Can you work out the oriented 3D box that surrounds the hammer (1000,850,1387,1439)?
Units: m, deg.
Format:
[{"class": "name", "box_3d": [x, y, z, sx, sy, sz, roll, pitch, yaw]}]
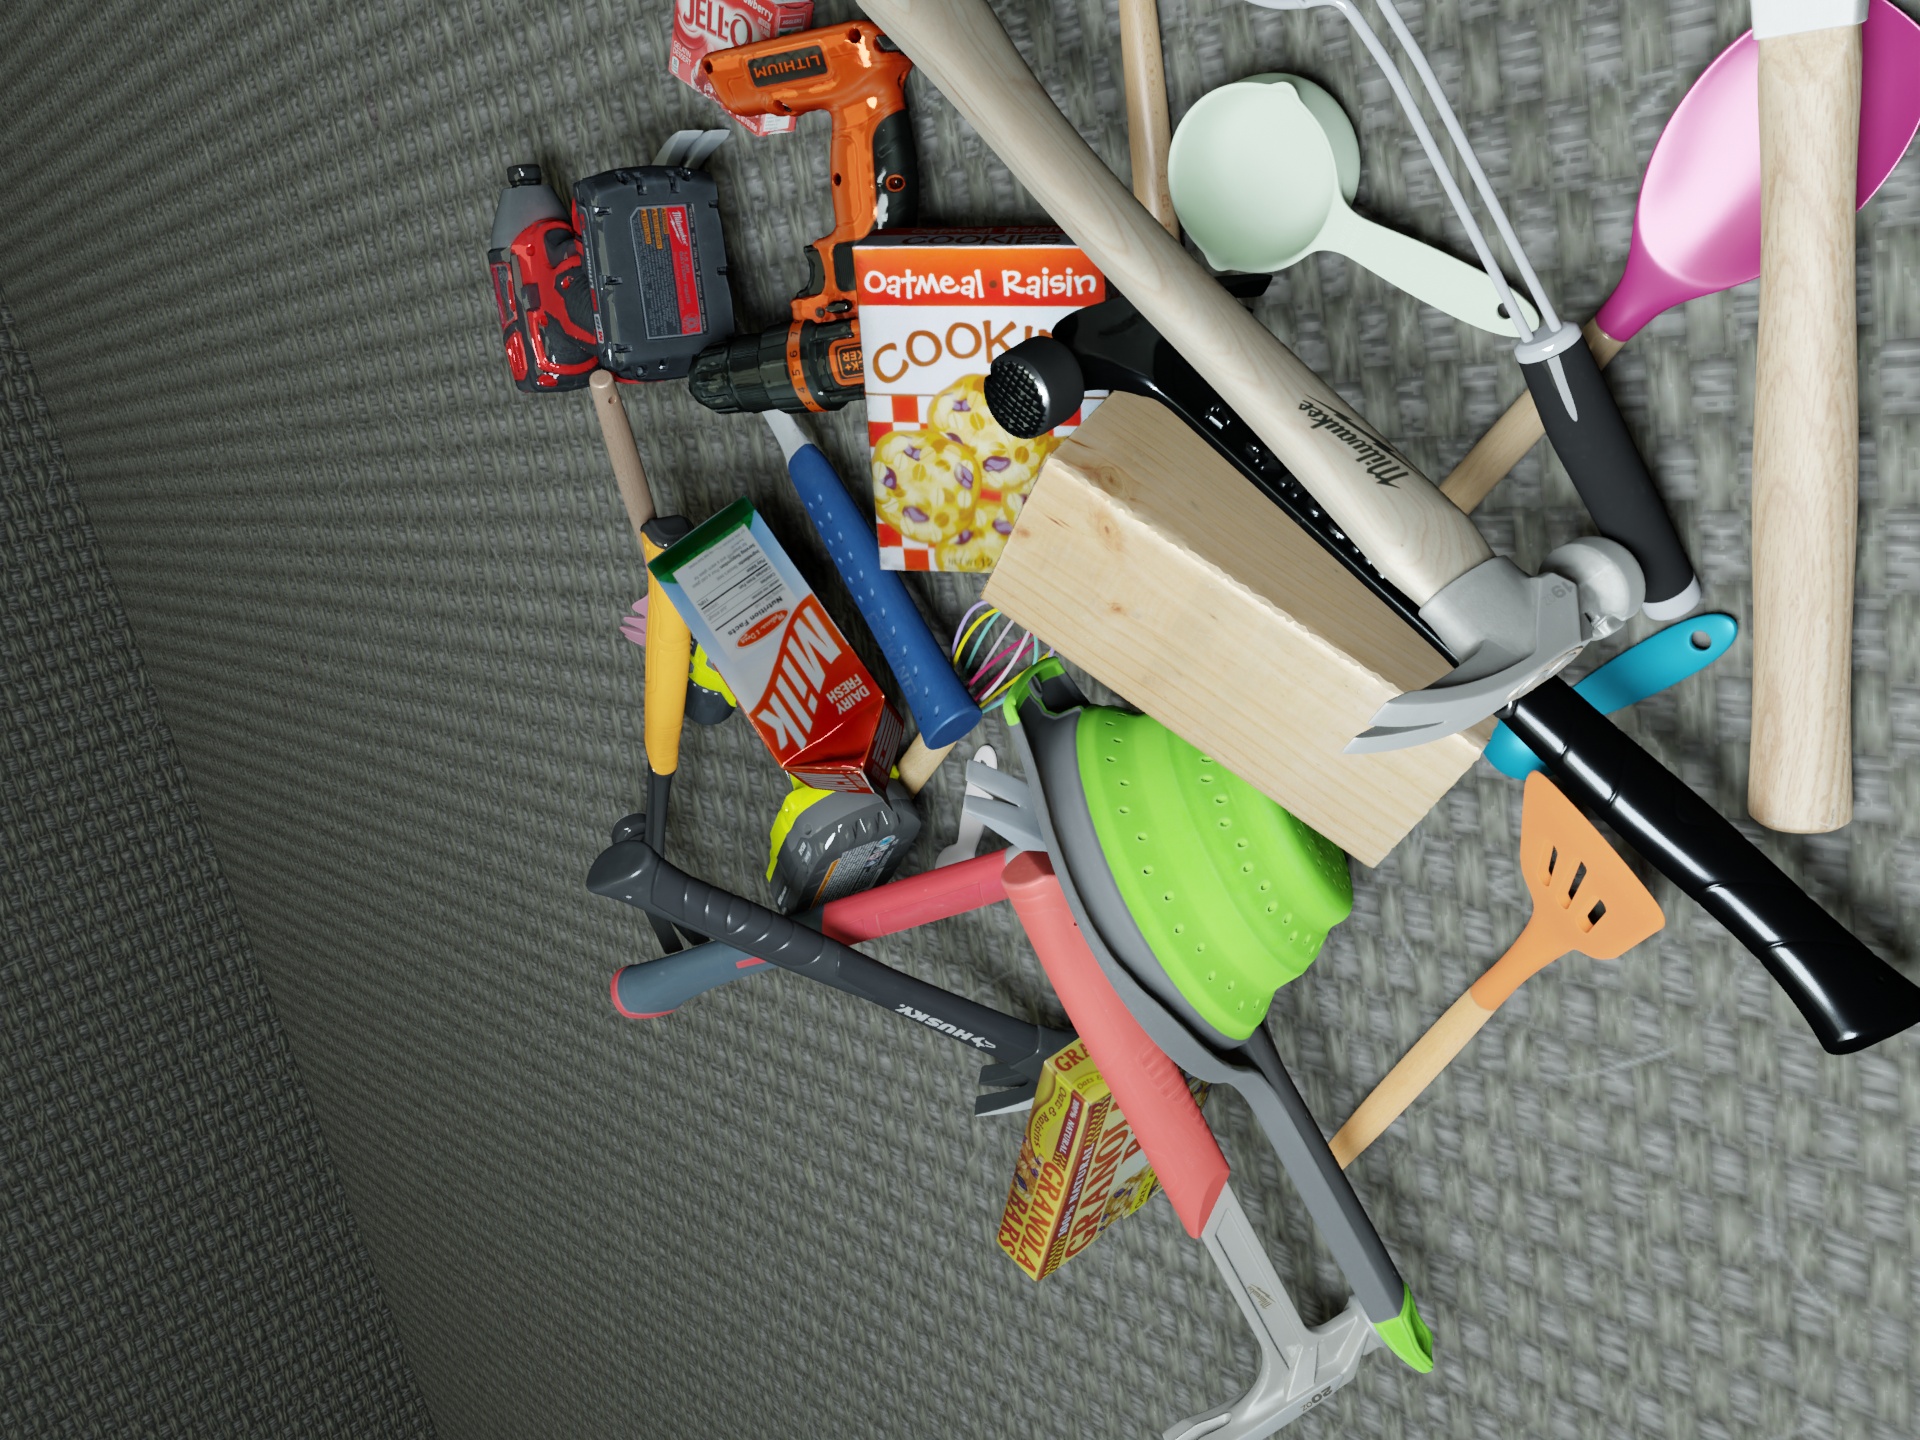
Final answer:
[{"class": "hammer", "box_3d": [0.103, 0.221, 0.807, 0.358, 0.149, 0.037, 62, 175, -20]}]

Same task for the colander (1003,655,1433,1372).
[{"class": "colander", "box_3d": [0.162, 0.130, 0.763, 0.094, 0.204, 0.397, -28, 95, 20]}]

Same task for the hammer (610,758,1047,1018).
[{"class": "hammer", "box_3d": [-0.089, 0.119, 0.964, 0.386, 0.038, 0.143, -21, 138, 34]}]

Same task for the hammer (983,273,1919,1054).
[{"class": "hammer", "box_3d": [0.197, -0.030, 0.613, 0.409, 0.149, 0.036, 45, 144, 13]}]

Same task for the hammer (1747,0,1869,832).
[{"class": "hammer", "box_3d": [0.288, -0.111, 0.536, 0.130, 0.031, 0.331, 7, 120, 39]}]

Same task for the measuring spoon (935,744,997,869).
[{"class": "measuring spoon", "box_3d": [0.003, 0.065, 0.998, 0.034, 0.018, 0.124, 39, 136, 29]}]

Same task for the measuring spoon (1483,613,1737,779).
[{"class": "measuring spoon", "box_3d": [0.259, -0.009, 0.649, 0.042, 0.021, 0.128, 58, 144, 7]}]

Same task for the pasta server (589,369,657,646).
[{"class": "pasta server", "box_3d": [-0.207, -0.127, 1.024, 0.040, 0.060, 0.316, 39, 160, 15]}]

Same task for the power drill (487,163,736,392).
[{"class": "power drill", "box_3d": [-0.225, -0.272, 0.967, 0.220, 0.078, 0.143, 16, 116, 53]}]

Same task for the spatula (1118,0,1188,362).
[{"class": "spatula", "box_3d": [0.093, -0.186, 0.726, 0.082, 0.044, 0.317, 0, 110, 24]}]

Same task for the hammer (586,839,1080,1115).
[{"class": "hammer", "box_3d": [-0.062, 0.152, 0.937, 0.334, 0.035, 0.146, 27, 140, -20]}]

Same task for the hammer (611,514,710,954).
[{"class": "hammer", "box_3d": [-0.200, 0.009, 1.078, 0.127, 0.034, 0.336, 54, 146, 38]}]

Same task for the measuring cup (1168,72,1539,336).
[{"class": "measuring cup", "box_3d": [0.164, -0.204, 0.646, 0.168, 0.038, 0.083, 34, 136, 15]}]

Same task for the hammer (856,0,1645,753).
[{"class": "hammer", "box_3d": [0.077, -0.165, 0.619, 0.411, 0.146, 0.038, 52, 146, 18]}]

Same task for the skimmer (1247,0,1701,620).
[{"class": "skimmer", "box_3d": [0.190, -0.199, 0.560, 0.127, 0.090, 0.363, -11, 123, 46]}]

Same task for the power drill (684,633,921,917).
[{"class": "power drill", "box_3d": [-0.123, 0.011, 1.052, 0.229, 0.080, 0.190, 61, 151, 21]}]

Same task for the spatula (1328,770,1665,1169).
[{"class": "spatula", "box_3d": [0.231, 0.146, 0.757, 0.081, 0.041, 0.322, 57, 146, 30]}]

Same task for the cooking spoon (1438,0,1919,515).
[{"class": "cooking spoon", "box_3d": [0.233, -0.133, 0.612, 0.069, 0.017, 0.318, 45, 139, 10]}]

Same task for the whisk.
[{"class": "whisk", "box_3d": [0.000, -0.002, 0.948, 0.051, 0.047, 0.245, 61, 148, 17]}]

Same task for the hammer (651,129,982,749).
[{"class": "hammer", "box_3d": [-0.097, -0.166, 0.930, 0.406, 0.035, 0.144, 60, 143, 17]}]
